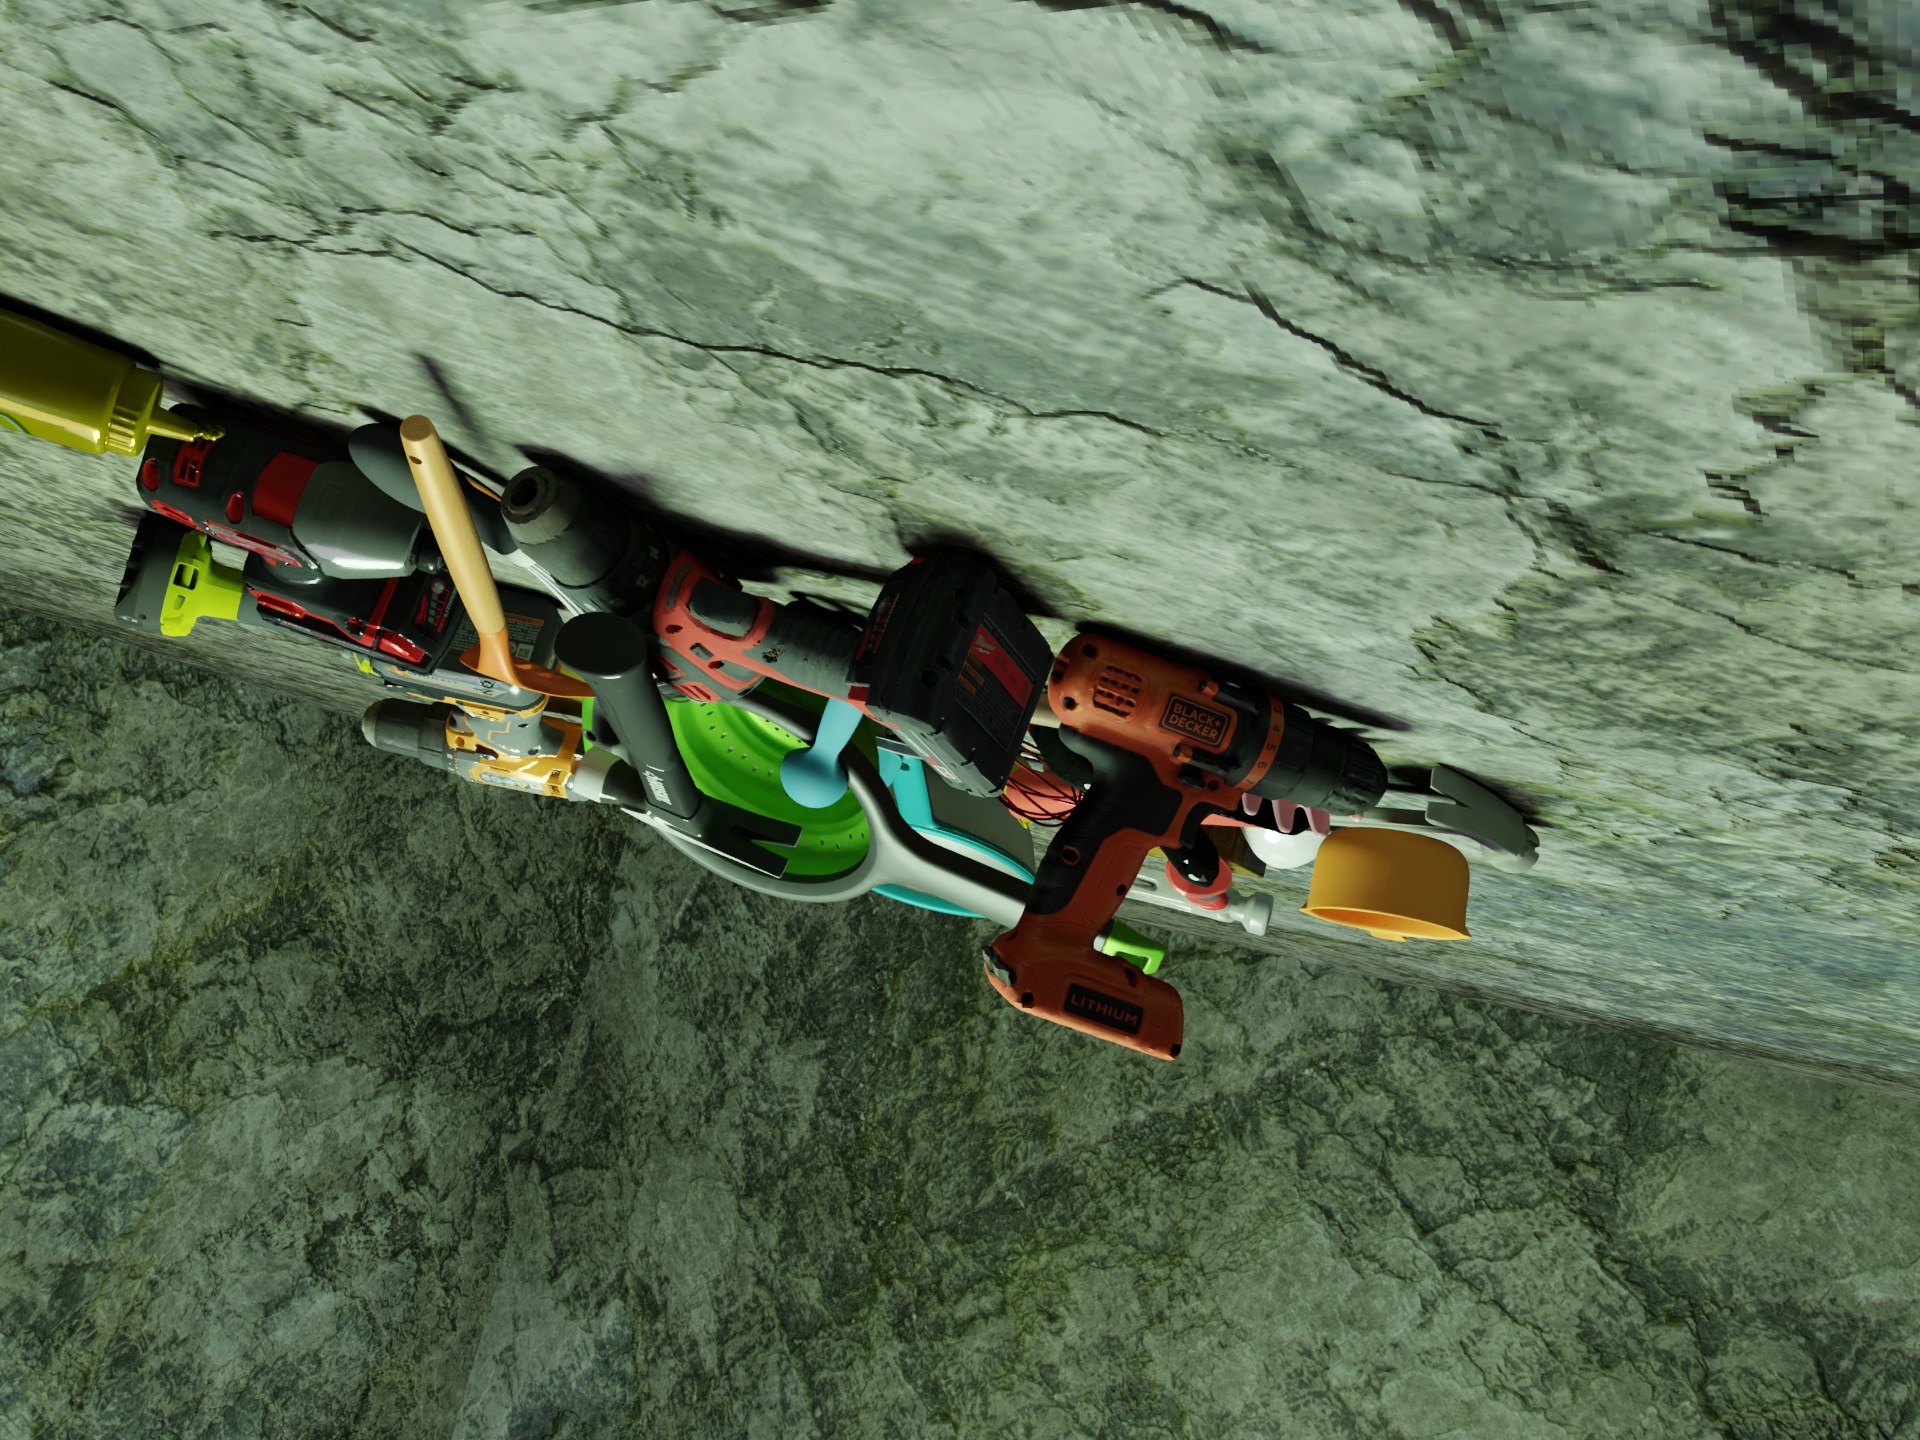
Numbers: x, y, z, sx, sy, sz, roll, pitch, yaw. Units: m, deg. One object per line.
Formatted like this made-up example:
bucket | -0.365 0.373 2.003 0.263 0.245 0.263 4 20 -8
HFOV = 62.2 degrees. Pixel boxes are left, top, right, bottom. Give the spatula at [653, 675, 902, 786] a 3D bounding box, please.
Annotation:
spatula | -0.196 -0.020 1.197 0.317 0.044 0.082 18 153 -10

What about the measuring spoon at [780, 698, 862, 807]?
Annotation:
measuring spoon | -0.076 0.014 0.908 0.042 0.021 0.128 28 141 -1

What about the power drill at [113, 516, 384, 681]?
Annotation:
power drill | -0.530 -0.083 1.257 0.228 0.080 0.190 15 171 -22

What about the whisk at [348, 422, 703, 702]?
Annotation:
whisk | -0.206 -0.080 0.821 0.070 0.070 0.284 10 165 30

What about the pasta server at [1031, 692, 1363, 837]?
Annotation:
pasta server | 0.062 0.002 0.849 0.316 0.060 0.040 12 -147 -1

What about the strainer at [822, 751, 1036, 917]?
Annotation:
strainer | -0.024 0.065 1.358 0.211 0.095 0.340 12 154 10

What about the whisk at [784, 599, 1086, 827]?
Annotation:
whisk | -0.002 -0.003 0.953 0.073 0.073 0.295 6 162 44

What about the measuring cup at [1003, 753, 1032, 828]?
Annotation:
measuring cup | 0.041 0.032 1.179 0.062 0.029 0.156 58 173 24

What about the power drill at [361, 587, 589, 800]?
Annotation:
power drill | -0.363 -0.018 1.161 0.185 0.084 0.226 11 154 1

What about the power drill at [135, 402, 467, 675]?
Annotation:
power drill | -0.330 -0.092 0.848 0.143 0.078 0.219 19 169 -5

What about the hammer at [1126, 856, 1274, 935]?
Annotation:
hammer | 0.178 0.131 1.283 0.143 0.038 0.386 14 173 13

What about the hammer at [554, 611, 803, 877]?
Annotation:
hammer | -0.162 0.015 0.858 0.146 0.035 0.334 23 163 3

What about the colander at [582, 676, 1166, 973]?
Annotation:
colander | -0.046 0.050 1.025 0.397 0.095 0.204 22 142 7

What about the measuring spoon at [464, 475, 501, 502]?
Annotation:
measuring spoon | -0.243 -0.108 0.823 0.021 0.011 0.116 13 171 12

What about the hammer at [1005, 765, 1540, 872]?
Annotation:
hammer | 0.172 0.054 1.019 0.359 0.037 0.149 2 166 40

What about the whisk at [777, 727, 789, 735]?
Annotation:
whisk | -0.202 -0.003 1.344 0.245 0.047 0.051 4 179 33

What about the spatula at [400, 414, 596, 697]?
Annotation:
spatula | -0.226 -0.065 0.762 0.081 0.041 0.322 20 159 0

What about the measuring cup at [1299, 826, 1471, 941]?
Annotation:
measuring cup | 0.257 0.101 0.946 0.095 0.052 0.173 8 170 18

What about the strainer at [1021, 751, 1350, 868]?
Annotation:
strainer | 0.166 0.061 1.136 0.258 0.050 0.087 16 -174 11

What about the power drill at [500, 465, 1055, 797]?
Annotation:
power drill | -0.089 -0.048 0.741 0.227 0.080 0.187 15 165 28
